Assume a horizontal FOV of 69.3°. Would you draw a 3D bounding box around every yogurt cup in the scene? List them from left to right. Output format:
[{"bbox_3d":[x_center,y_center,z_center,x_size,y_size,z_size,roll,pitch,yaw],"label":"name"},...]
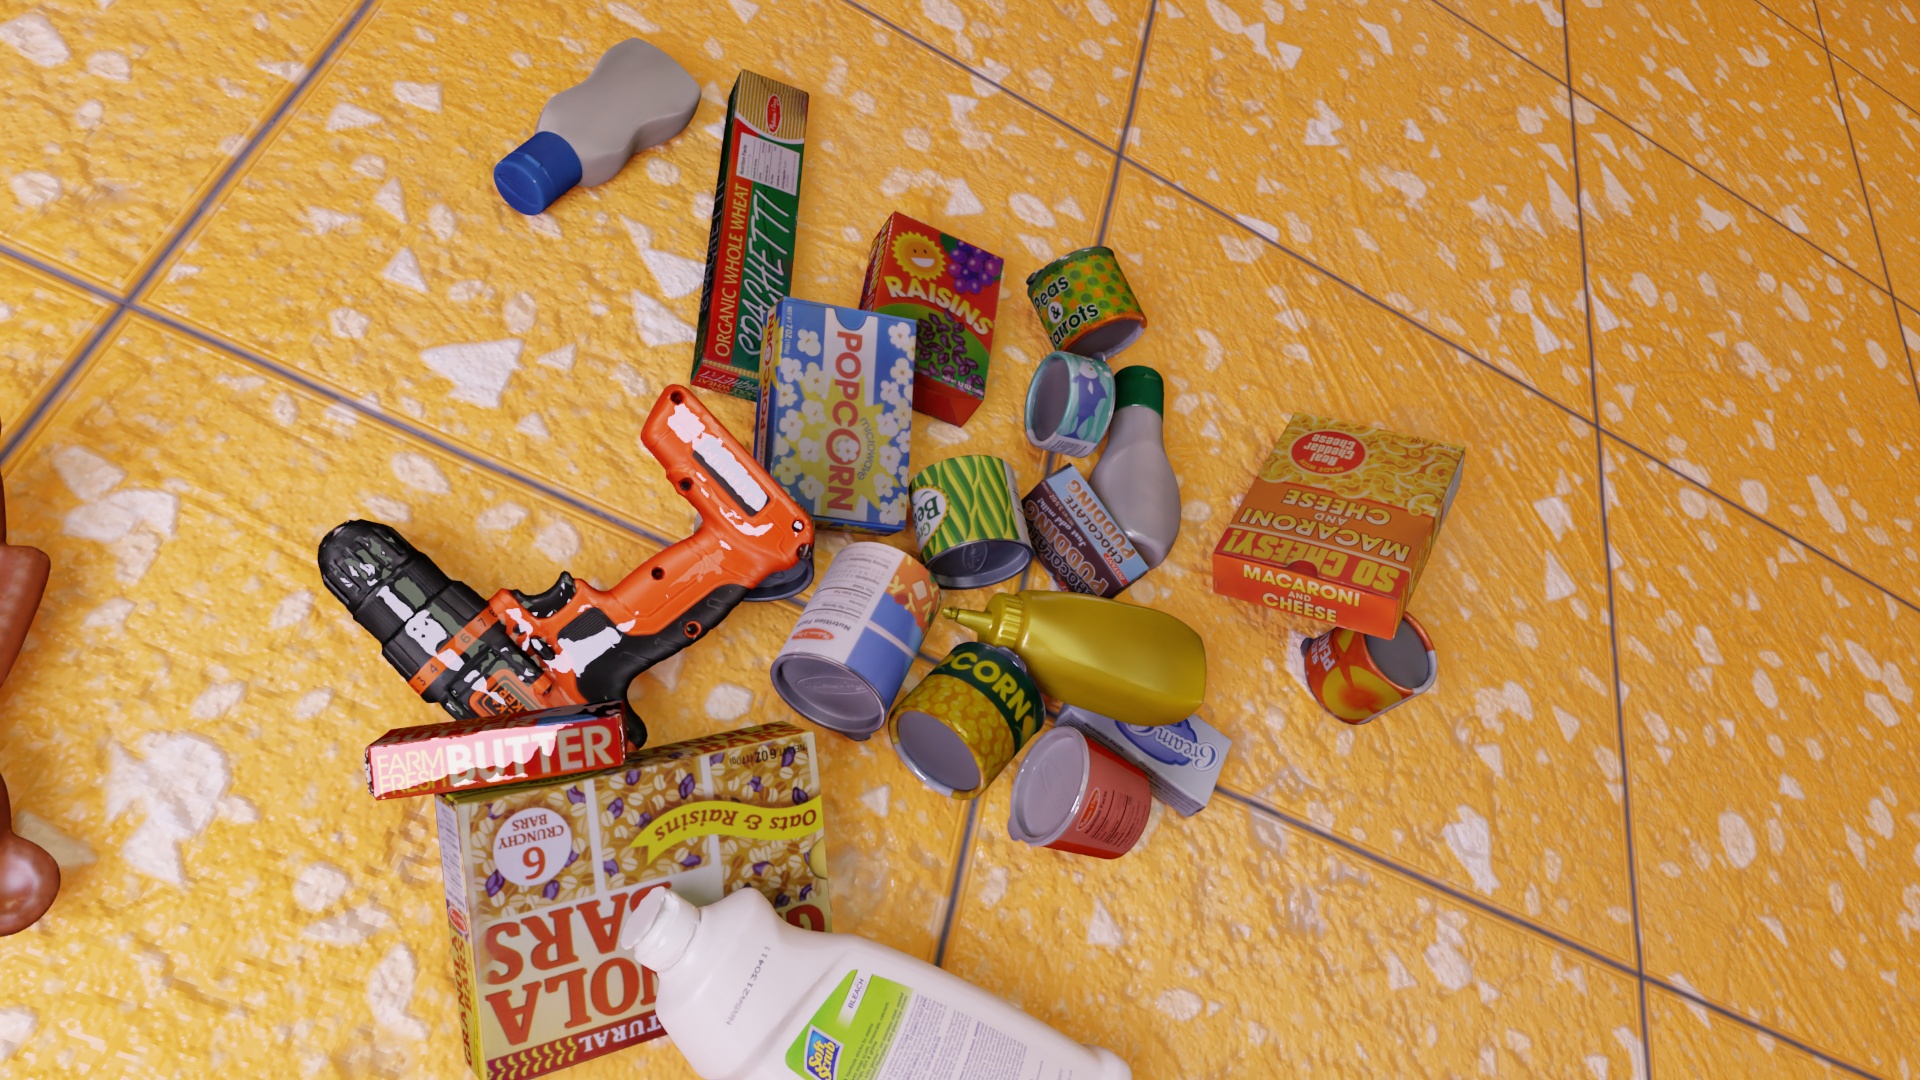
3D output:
[{"bbox_3d":[0.068,0.143,0.769,0.054,0.072,0.073,25,53,-25],"label":"yogurt cup"}]

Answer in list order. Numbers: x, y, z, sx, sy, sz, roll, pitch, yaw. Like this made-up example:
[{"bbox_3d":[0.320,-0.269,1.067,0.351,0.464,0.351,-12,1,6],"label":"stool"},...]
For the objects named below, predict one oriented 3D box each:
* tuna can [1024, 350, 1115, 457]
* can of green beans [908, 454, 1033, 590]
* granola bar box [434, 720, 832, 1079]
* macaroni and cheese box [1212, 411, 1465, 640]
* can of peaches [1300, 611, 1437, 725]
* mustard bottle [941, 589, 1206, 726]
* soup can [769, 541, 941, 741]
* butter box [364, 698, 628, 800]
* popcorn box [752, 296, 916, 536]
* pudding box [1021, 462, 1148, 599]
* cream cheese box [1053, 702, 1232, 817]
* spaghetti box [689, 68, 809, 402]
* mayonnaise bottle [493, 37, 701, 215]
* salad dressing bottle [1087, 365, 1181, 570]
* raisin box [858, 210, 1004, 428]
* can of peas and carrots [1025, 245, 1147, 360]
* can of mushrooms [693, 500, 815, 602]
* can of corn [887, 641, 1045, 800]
[{"bbox_3d":[0.071,-0.091,0.904,0.033,0.070,0.071,11,58,-24],"label":"tuna can"},{"bbox_3d":[0.005,-0.010,0.821,0.071,0.071,0.058,3,61,-28],"label":"can of green beans"},{"bbox_3d":[-0.140,0.158,0.624,0.166,0.039,0.124,-8,96,-33],"label":"granola bar box"},{"bbox_3d":[0.258,-0.016,0.943,0.124,0.040,0.167,15,45,26],"label":"macaroni and cheese box"},{"bbox_3d":[0.271,0.080,0.922,0.071,0.057,0.071,14,57,-23],"label":"can of peaches"},{"bbox_3d":[0.062,0.060,0.792,0.160,0.048,0.065,17,54,-16],"label":"mustard bottle"},{"bbox_3d":[-0.054,0.054,0.752,0.071,0.071,0.084,34,51,-8],"label":"soup can"},{"bbox_3d":[-0.197,0.089,0.600,0.104,0.053,0.024,-7,92,-13],"label":"butter box"},{"bbox_3d":[-0.073,-0.069,0.804,0.085,0.038,0.127,7,81,-25],"label":"popcorn box"},{"bbox_3d":[0.072,0.001,0.863,0.030,0.049,0.084,-28,79,-39],"label":"pudding box"},{"bbox_3d":[0.109,0.115,0.833,0.104,0.024,0.054,35,53,-6],"label":"cream cheese box"},{"bbox_3d":[-0.131,-0.196,0.877,0.050,0.028,0.251,15,56,-22],"label":"spaghetti box"},{"bbox_3d":[-0.224,-0.252,0.851,0.065,0.041,0.149,37,52,-3],"label":"mayonnaise bottle"},{"bbox_3d":[0.116,-0.050,0.922,0.064,0.043,0.148,20,54,-17],"label":"salad dressing bottle"},{"bbox_3d":[-0.022,-0.144,0.902,0.086,0.040,0.124,20,56,-17],"label":"raisin box"},{"bbox_3d":[0.085,-0.159,0.954,0.071,0.070,0.059,-12,70,-34],"label":"can of peas and carrots"},{"bbox_3d":[-0.109,0.003,0.746,0.071,0.070,0.033,13,56,-23],"label":"can of mushrooms"},{"bbox_3d":[0.004,0.097,0.754,0.071,0.071,0.058,46,52,2],"label":"can of corn"}]
